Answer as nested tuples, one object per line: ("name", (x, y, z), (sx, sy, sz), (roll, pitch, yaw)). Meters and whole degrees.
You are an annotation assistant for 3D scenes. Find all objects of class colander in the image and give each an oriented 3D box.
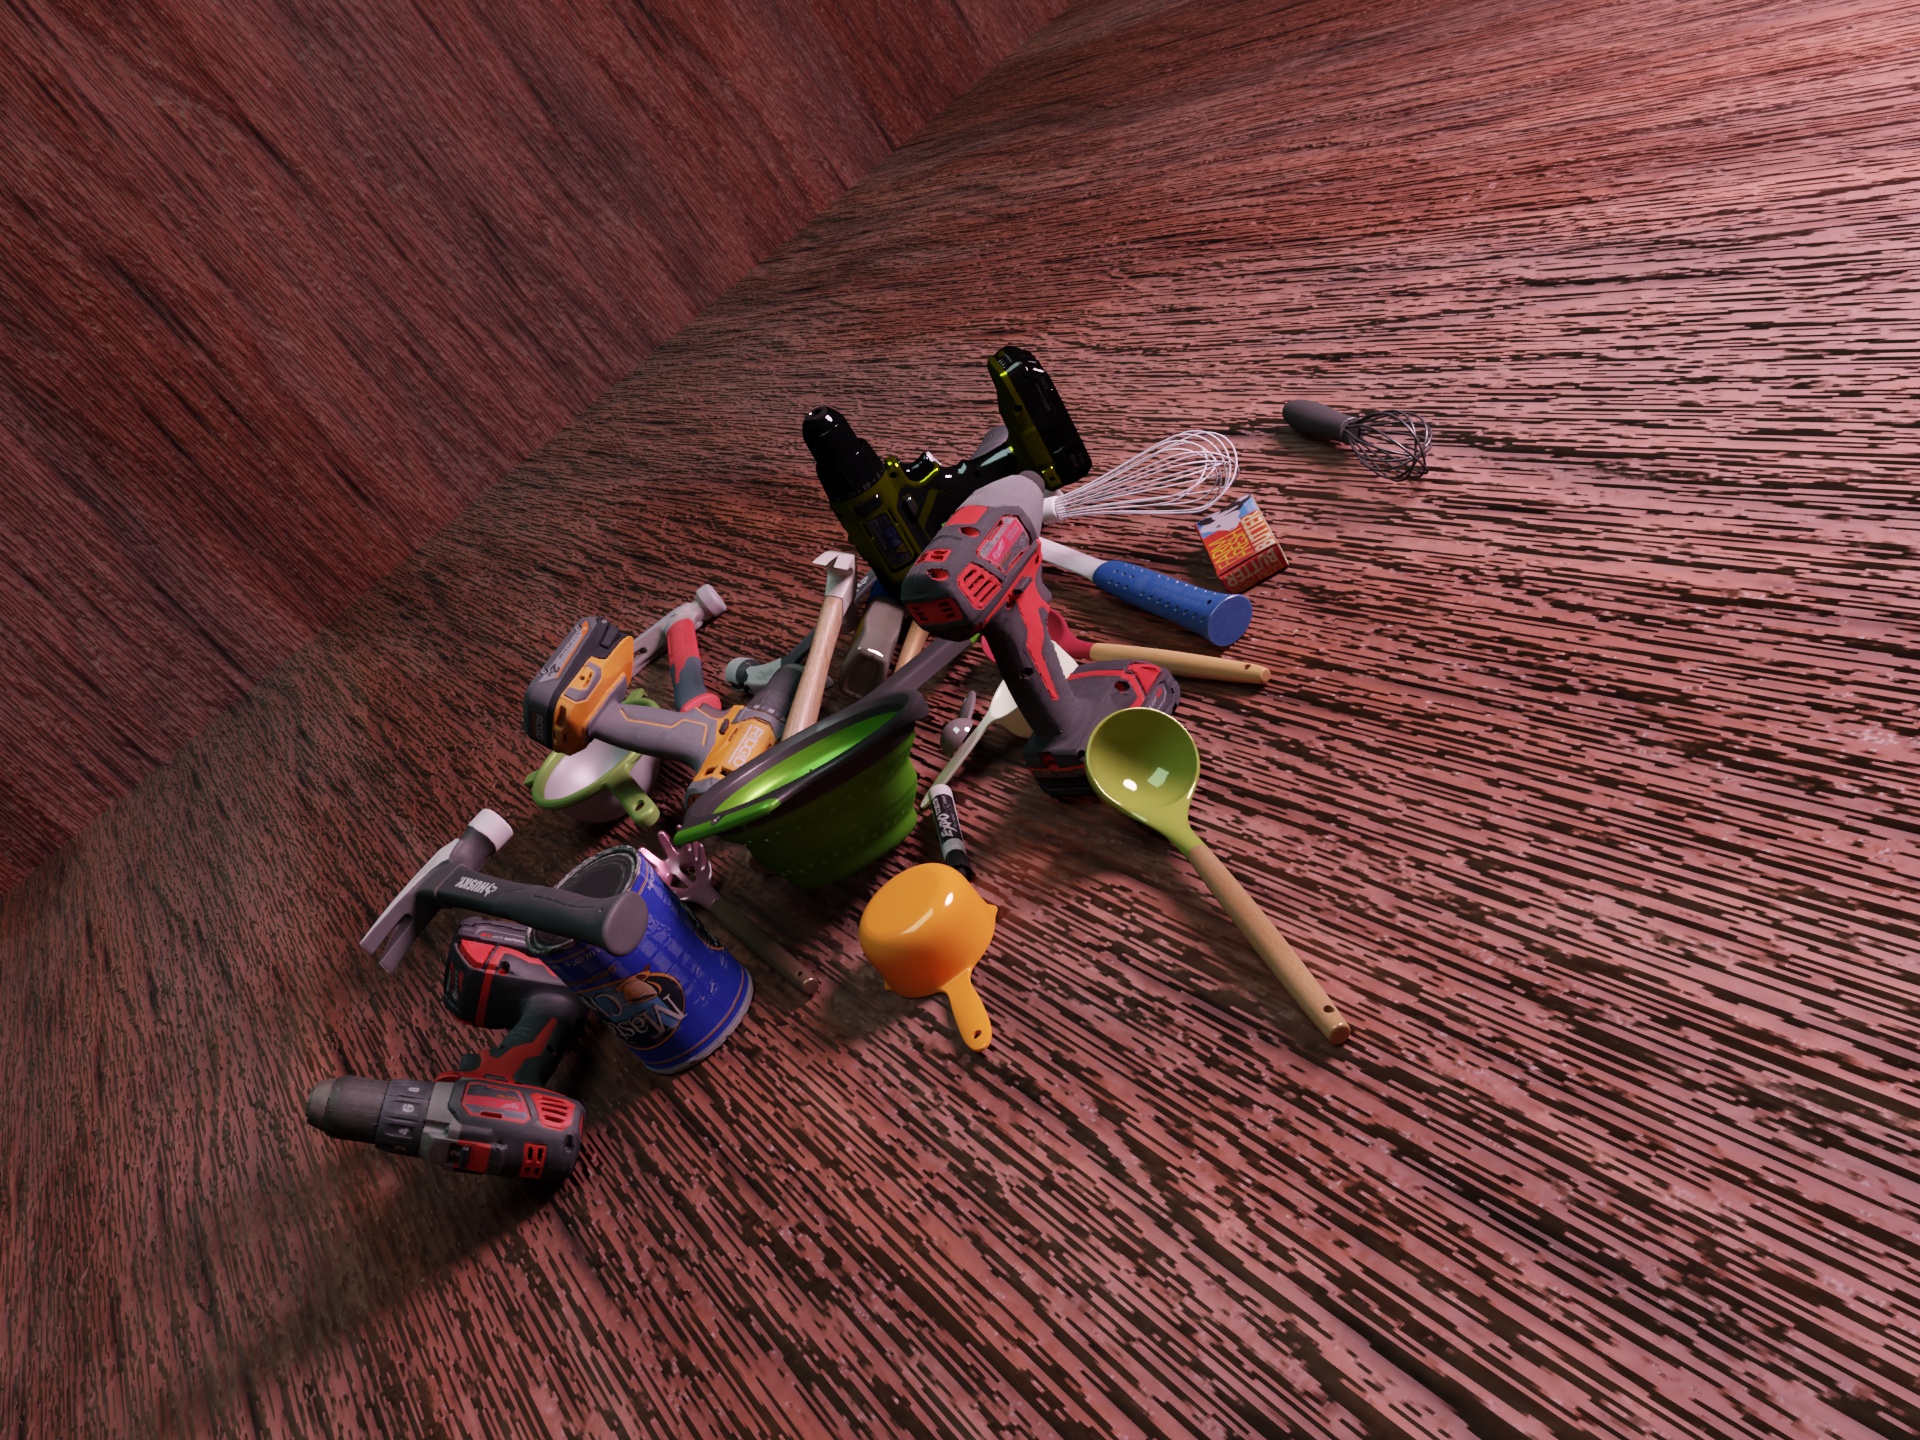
("colander", (-0.063, 0.030, 1.278), (0.204, 0.094, 0.397), (-20, 13, 36))

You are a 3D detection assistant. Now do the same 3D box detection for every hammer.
("hammer", (-0.068, -0.170, 1.634), (0.409, 0.036, 0.149), (-49, 31, -22))
("hammer", (-0.321, 0.135, 1.141), (0.335, 0.035, 0.146), (2, 45, 51))
("hammer", (-0.301, -0.047, 1.672), (0.143, 0.038, 0.387), (-37, 22, 2))
("hammer", (0.113, -0.123, 1.348), (0.144, 0.035, 0.406), (-41, 27, -8))
("hammer", (-0.134, -0.015, 1.389), (0.031, 0.130, 0.332), (9, 54, 4))

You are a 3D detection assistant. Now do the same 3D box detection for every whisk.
("whisk", (0.105, -0.186, 1.356), (0.284, 0.070, 0.070), (-11, 36, 33))
("whisk", (0.312, -0.234, 1.279), (0.055, 0.055, 0.239), (-36, 23, 0))

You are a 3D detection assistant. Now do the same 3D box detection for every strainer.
("strainer", (-0.319, 0.066, 1.523), (0.151, 0.069, 0.257), (-40, 31, -10))

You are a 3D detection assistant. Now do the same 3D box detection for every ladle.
("ladle", (0.154, 0.084, 0.957), (0.078, 0.062, 0.320), (-11, 28, -11))
("ladle", (0.123, -0.052, 1.237), (0.069, 0.031, 0.316), (-50, 32, -19))

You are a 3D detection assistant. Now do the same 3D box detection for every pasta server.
("pasta server", (-0.187, 0.152, 1.265), (0.060, 0.040, 0.316), (-41, 28, -15))

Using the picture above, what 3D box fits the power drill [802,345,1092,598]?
("power drill", (-0.015, -0.240, 1.440), (0.228, 0.190, 0.080), (-29, 30, 3))

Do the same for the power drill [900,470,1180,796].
("power drill", (0.059, -0.062, 1.113), (0.078, 0.219, 0.143), (-5, 41, 45))

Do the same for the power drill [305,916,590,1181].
("power drill", (-0.368, 0.245, 1.190), (0.227, 0.188, 0.080), (-99, 24, -61))

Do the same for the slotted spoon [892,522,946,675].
("slotted spoon", (-0.021, -0.138, 1.531), (0.070, 0.031, 0.314), (12, 47, 7))

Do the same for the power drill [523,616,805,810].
("power drill", (-0.255, -0.013, 1.442), (0.084, 0.226, 0.185), (107, -172, -51))

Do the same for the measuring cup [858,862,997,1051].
("measuring cup", (-0.017, 0.154, 1.045), (0.095, 0.052, 0.174), (-36, 25, 2))

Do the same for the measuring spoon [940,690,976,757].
("measuring spoon", (-0.002, -0.004, 1.285), (0.034, 0.018, 0.124), (-54, 7, 18))

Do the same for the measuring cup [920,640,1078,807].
("measuring cup", (0.033, 0.013, 1.240), (0.167, 0.038, 0.083), (-51, 17, 10))
